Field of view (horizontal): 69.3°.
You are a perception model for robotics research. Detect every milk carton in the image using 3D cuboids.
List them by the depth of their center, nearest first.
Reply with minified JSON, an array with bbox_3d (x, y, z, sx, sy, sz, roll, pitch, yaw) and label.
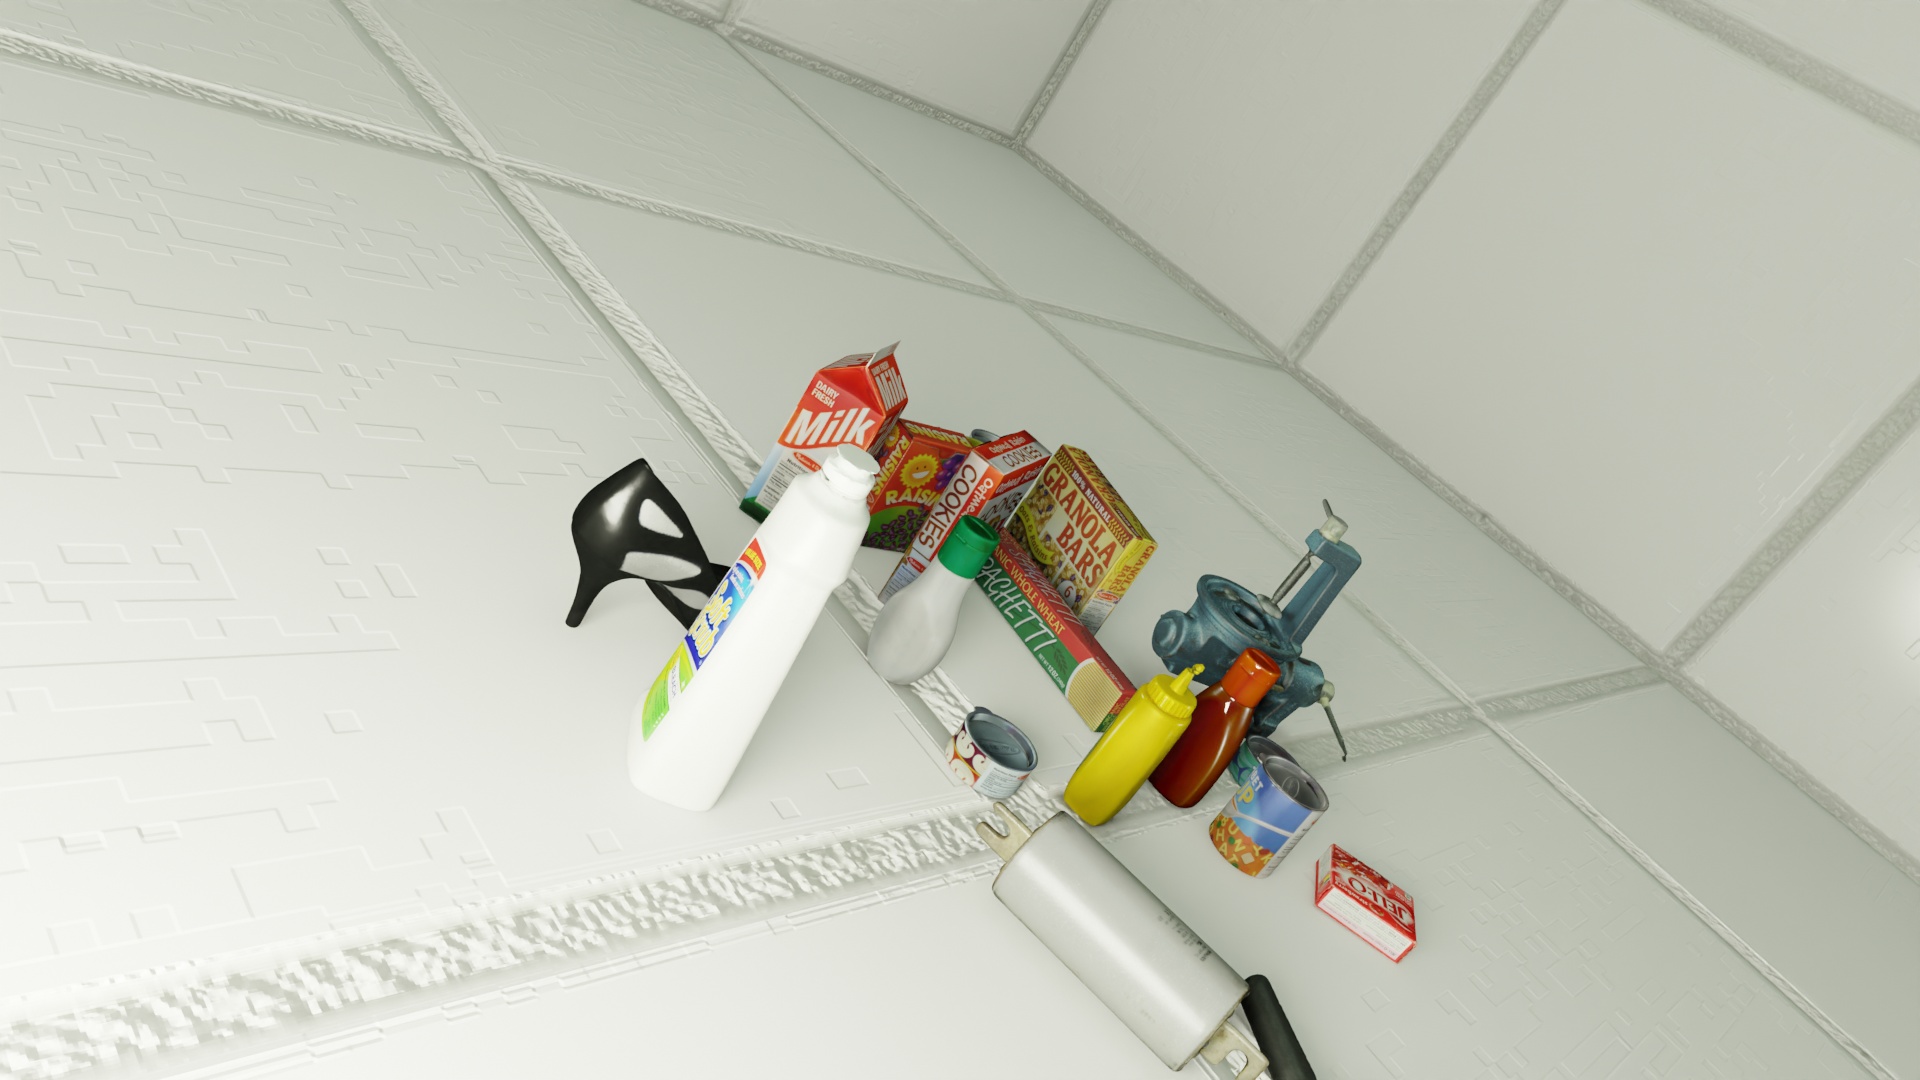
[{"bbox_3d":[-0.109,-0.092,1.212,0.073,0.189,0.072,34,23,3],"label":"milk carton"}]

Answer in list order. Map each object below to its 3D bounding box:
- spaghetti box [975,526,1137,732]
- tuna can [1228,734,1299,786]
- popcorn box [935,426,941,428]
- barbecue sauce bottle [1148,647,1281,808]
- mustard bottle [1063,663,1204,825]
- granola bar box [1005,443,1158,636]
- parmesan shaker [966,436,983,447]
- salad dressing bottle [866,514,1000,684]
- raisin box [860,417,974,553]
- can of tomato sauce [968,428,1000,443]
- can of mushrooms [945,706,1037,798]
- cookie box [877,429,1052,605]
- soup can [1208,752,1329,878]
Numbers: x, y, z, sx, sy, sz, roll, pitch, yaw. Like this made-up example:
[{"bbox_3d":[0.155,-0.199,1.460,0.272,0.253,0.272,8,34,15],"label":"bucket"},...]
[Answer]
[{"bbox_3d":[0.078,0.076,1.302,0.029,0.050,0.251,10,32,-44],"label":"spaghetti box"},{"bbox_3d":[0.288,0.218,1.312,0.071,0.032,0.071,28,23,-13],"label":"tuna can"},{"bbox_3d":[-0.060,-0.066,1.360,0.038,0.085,0.127,42,24,21],"label":"popcorn box"},{"bbox_3d":[0.217,0.158,1.192,0.044,0.148,0.065,5,35,-49],"label":"barbecue sauce bottle"},{"bbox_3d":[0.142,0.153,1.091,0.049,0.159,0.065,40,23,15],"label":"mustard bottle"},{"bbox_3d":[0.117,-0.002,1.411,0.039,0.123,0.166,16,28,-36],"label":"granola bar box"},{"bbox_3d":[-0.001,-0.041,1.364,0.071,0.102,0.071,28,23,-13],"label":"parmesan shaker"},{"bbox_3d":[-0.021,0.047,1.106,0.064,0.147,0.044,45,25,26],"label":"salad dressing bottle"},{"bbox_3d":[-0.049,-0.048,1.290,0.086,0.123,0.040,12,31,-42],"label":"raisin box"},{"bbox_3d":[0.021,-0.064,1.463,0.071,0.082,0.071,28,23,-13],"label":"can of tomato sauce"},{"bbox_3d":[0.023,0.164,1.076,0.071,0.033,0.071,28,23,-13],"label":"can of mushrooms"},{"bbox_3d":[0.004,-0.016,1.238,0.040,0.166,0.123,38,23,11],"label":"cookie box"},{"bbox_3d":[0.259,0.233,1.180,0.071,0.083,0.071,28,23,-13],"label":"soup can"}]
